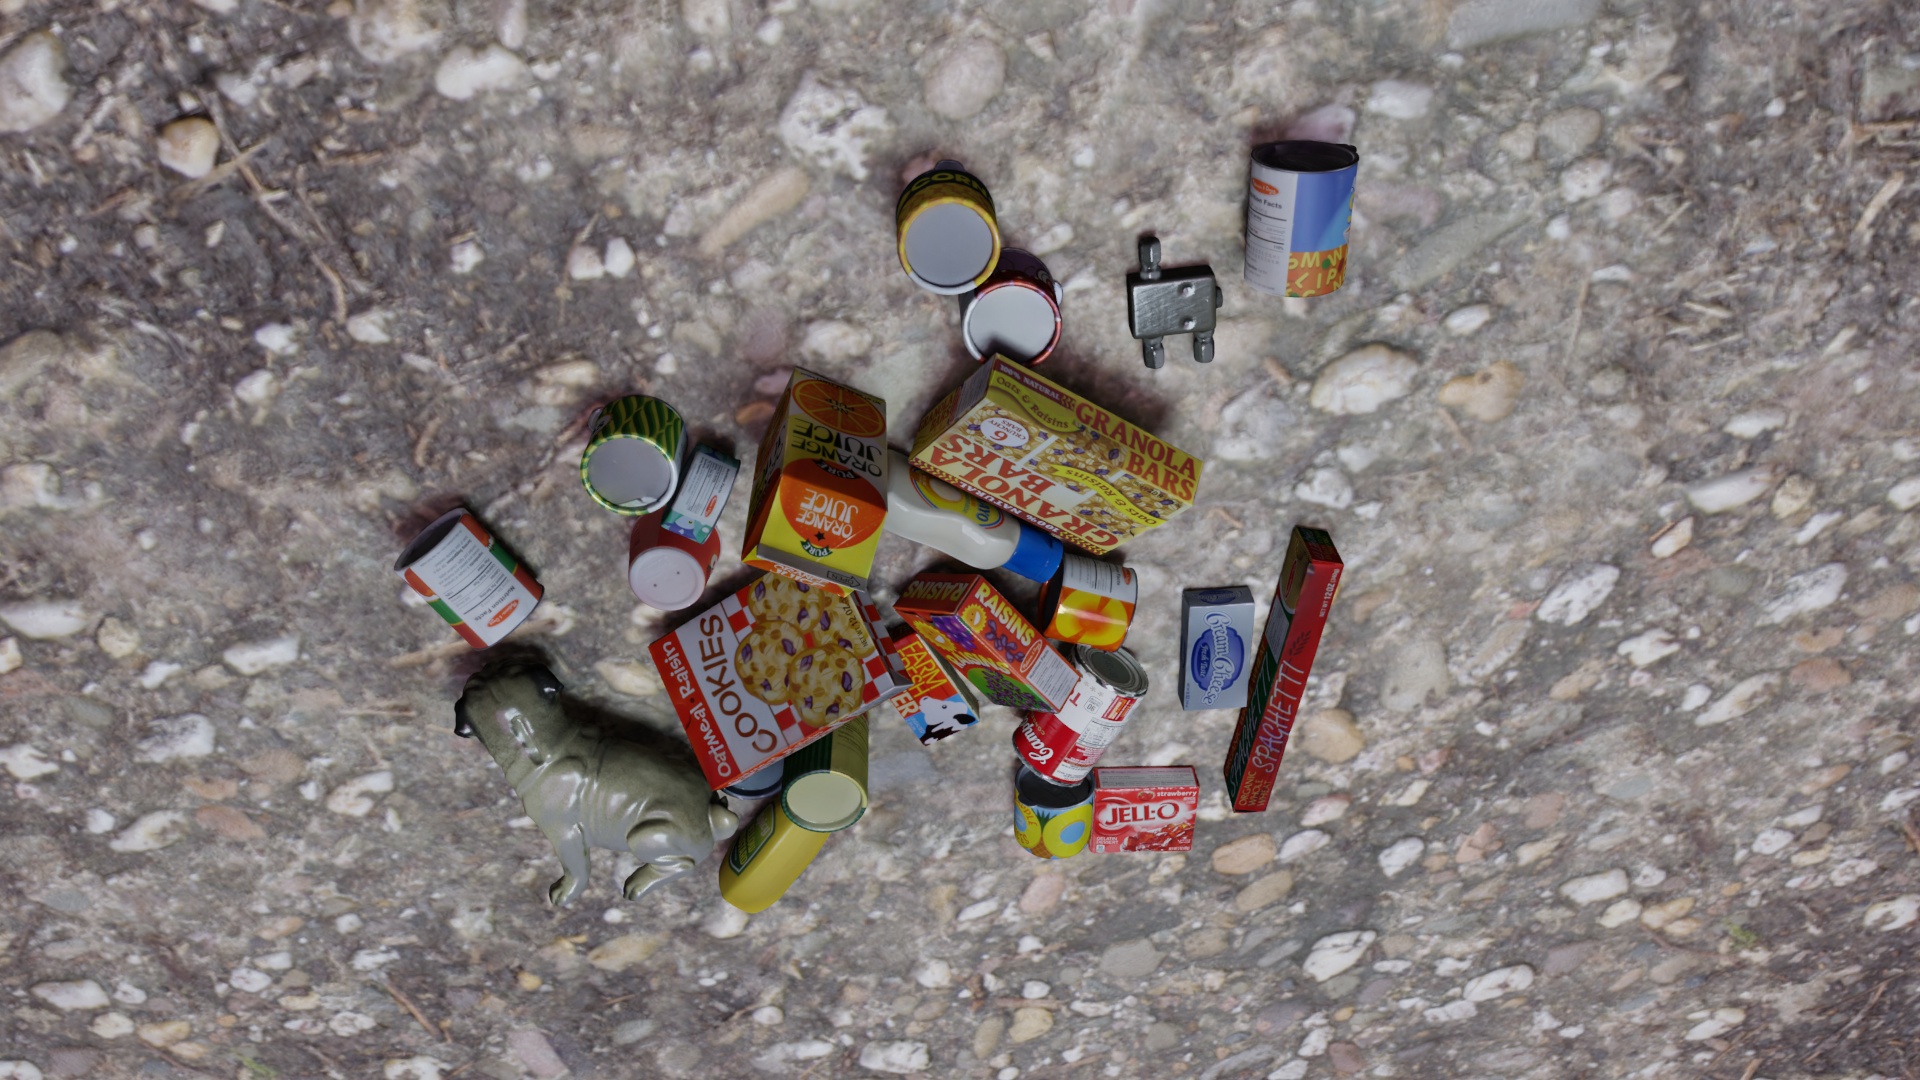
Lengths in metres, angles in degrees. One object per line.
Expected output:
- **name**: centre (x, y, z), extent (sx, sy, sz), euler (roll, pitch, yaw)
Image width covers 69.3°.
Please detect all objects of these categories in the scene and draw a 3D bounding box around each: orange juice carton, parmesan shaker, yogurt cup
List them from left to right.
- **yogurt cup**: centre (-0.210, 0.014, 1.011), extent (0.072, 0.054, 0.072), euler (-1, 120, -2)
- **orange juice carton**: centre (-0.094, -0.031, 0.908), extent (0.072, 0.193, 0.072), euler (20, 119, -15)
- **parmesan shaker**: centre (-0.106, 0.167, 1.079), extent (0.071, 0.103, 0.071), euler (-1, 121, -2)

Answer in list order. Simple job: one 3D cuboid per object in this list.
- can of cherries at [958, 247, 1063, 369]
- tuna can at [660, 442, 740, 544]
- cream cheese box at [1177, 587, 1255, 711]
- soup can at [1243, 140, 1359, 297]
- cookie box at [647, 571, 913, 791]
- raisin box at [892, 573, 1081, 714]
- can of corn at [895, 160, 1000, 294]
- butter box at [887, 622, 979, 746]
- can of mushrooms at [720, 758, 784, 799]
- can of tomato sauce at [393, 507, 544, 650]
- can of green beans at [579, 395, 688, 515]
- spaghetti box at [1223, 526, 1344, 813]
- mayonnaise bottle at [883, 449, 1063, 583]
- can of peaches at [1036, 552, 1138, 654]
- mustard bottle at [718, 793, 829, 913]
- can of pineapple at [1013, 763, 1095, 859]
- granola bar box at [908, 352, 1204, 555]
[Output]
- **can of cherries**: centre (0.035, -0.153, 0.920), extent (0.071, 0.059, 0.071), euler (-1, 121, -2)
- **tuna can**: centre (-0.184, -0.033, 0.979), extent (0.033, 0.071, 0.070), euler (25, 117, -16)
- **cream cheese box**: centre (0.201, 0.086, 1.093), extent (0.053, 0.024, 0.103), euler (-4, 121, -2)
- **soup can**: centre (0.220, -0.207, 0.893), extent (0.071, 0.072, 0.083), euler (-3, 122, -1)
- **cookie box**: centre (-0.136, 0.092, 1.030), extent (0.167, 0.040, 0.123), euler (-30, 78, 15)
- **raisin box**: centre (0.019, 0.077, 1.042), extent (0.123, 0.086, 0.040), euler (45, 67, -25)
- **can of corn**: centre (-0.008, -0.200, 0.889), extent (0.071, 0.058, 0.070), euler (-1, 122, -2)
- **butter box**: centre (-0.031, 0.112, 1.097), extent (0.053, 0.024, 0.103), euler (-27, 119, 12)
- **can of mushrooms**: centre (-0.167, 0.175, 1.122), extent (0.071, 0.033, 0.070), euler (-1, 121, -2)
- **can of tomato sauce**: centre (-0.356, 0.027, 1.006), extent (0.071, 0.071, 0.083), euler (-30, 118, 15)
- **can of green beans**: centre (-0.226, -0.059, 0.963), extent (0.071, 0.058, 0.071), euler (-1, 121, -2)
- **spaghetti box**: centre (0.250, 0.107, 1.093), extent (0.029, 0.050, 0.248), euler (6, 121, -5)
- **mayonnaise bottle**: centre (0.004, -0.013, 1.003), extent (0.148, 0.065, 0.041), euler (23, 124, -20)
- **can of peaches**: centre (0.093, 0.048, 1.039), extent (0.058, 0.071, 0.071), euler (14, 120, -11)
- **mustard bottle**: centre (-0.138, 0.236, 1.146), extent (0.049, 0.065, 0.160), euler (32, 109, -26)
- **can of pineapple**: centre (0.075, 0.219, 1.141), extent (0.071, 0.071, 0.057), euler (-1, 122, -2)
- **granola bar box**: centre (0.063, -0.053, 0.956), extent (0.165, 0.039, 0.123), euler (26, 154, -17)
